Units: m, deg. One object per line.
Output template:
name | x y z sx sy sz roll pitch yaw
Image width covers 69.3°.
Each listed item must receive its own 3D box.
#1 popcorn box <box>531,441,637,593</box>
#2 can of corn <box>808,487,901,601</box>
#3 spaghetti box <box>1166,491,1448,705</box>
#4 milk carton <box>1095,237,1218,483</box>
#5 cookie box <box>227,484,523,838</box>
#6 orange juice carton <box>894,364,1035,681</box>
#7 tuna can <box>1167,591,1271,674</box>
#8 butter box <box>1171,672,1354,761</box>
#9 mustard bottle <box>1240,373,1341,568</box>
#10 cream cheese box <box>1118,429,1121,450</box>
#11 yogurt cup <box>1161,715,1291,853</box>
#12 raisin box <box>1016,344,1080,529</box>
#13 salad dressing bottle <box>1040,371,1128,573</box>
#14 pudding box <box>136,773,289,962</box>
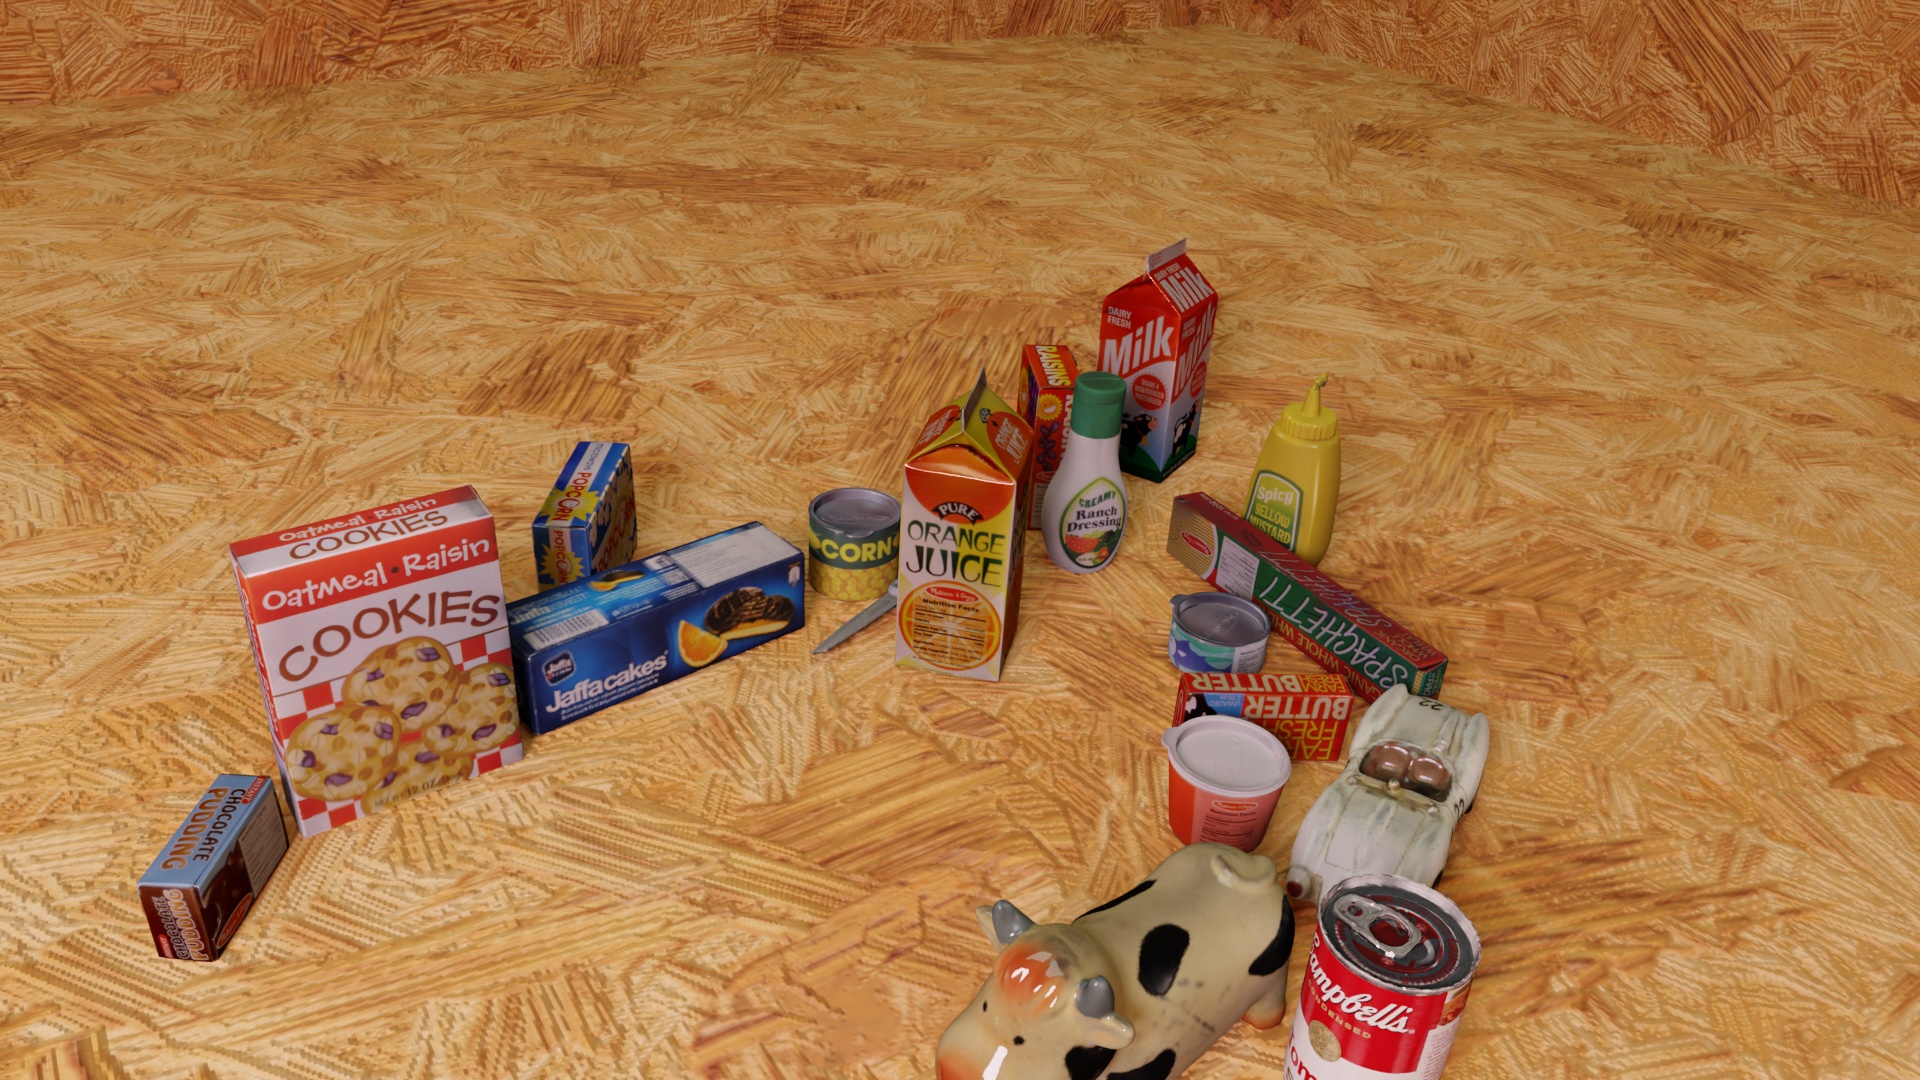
popcorn box | -0.255 -0.004 0.954 0.038 0.084 0.127 3 30 -1
can of corn | -0.075 0.004 0.987 0.071 0.058 0.071 3 30 -2
spaghetti box | 0.232 0.042 0.965 0.029 0.050 0.251 -14 34 -28
milk carton | 0.161 -0.153 1.155 0.073 0.189 0.073 21 34 27
cookie box | -0.309 0.064 0.748 0.123 0.166 0.040 -18 36 -33
orange juice carton | 0.003 -0.011 0.889 0.073 0.191 0.072 9 30 9
tuna can | 0.172 0.064 0.937 0.071 0.032 0.071 3 30 -2
butter box | 0.182 0.108 0.843 0.103 0.052 0.024 1 30 -5
mustard bottle | 0.245 -0.048 1.014 0.049 0.159 0.065 -24 40 -39
cream cheese box | 0.089 -0.089 1.172 0.024 0.053 0.104 -20 38 -35
yogurt cup | 0.148 0.140 0.782 0.072 0.053 0.073 3 30 -2
raisin box | 0.068 -0.081 1.087 0.040 0.122 0.086 0 30 -6
salad dressing bottle | 0.094 -0.049 1.009 0.064 0.146 0.044 -7 31 -18
pudding box | -0.369 0.161 0.691 0.030 0.049 0.084 3 30 -1
